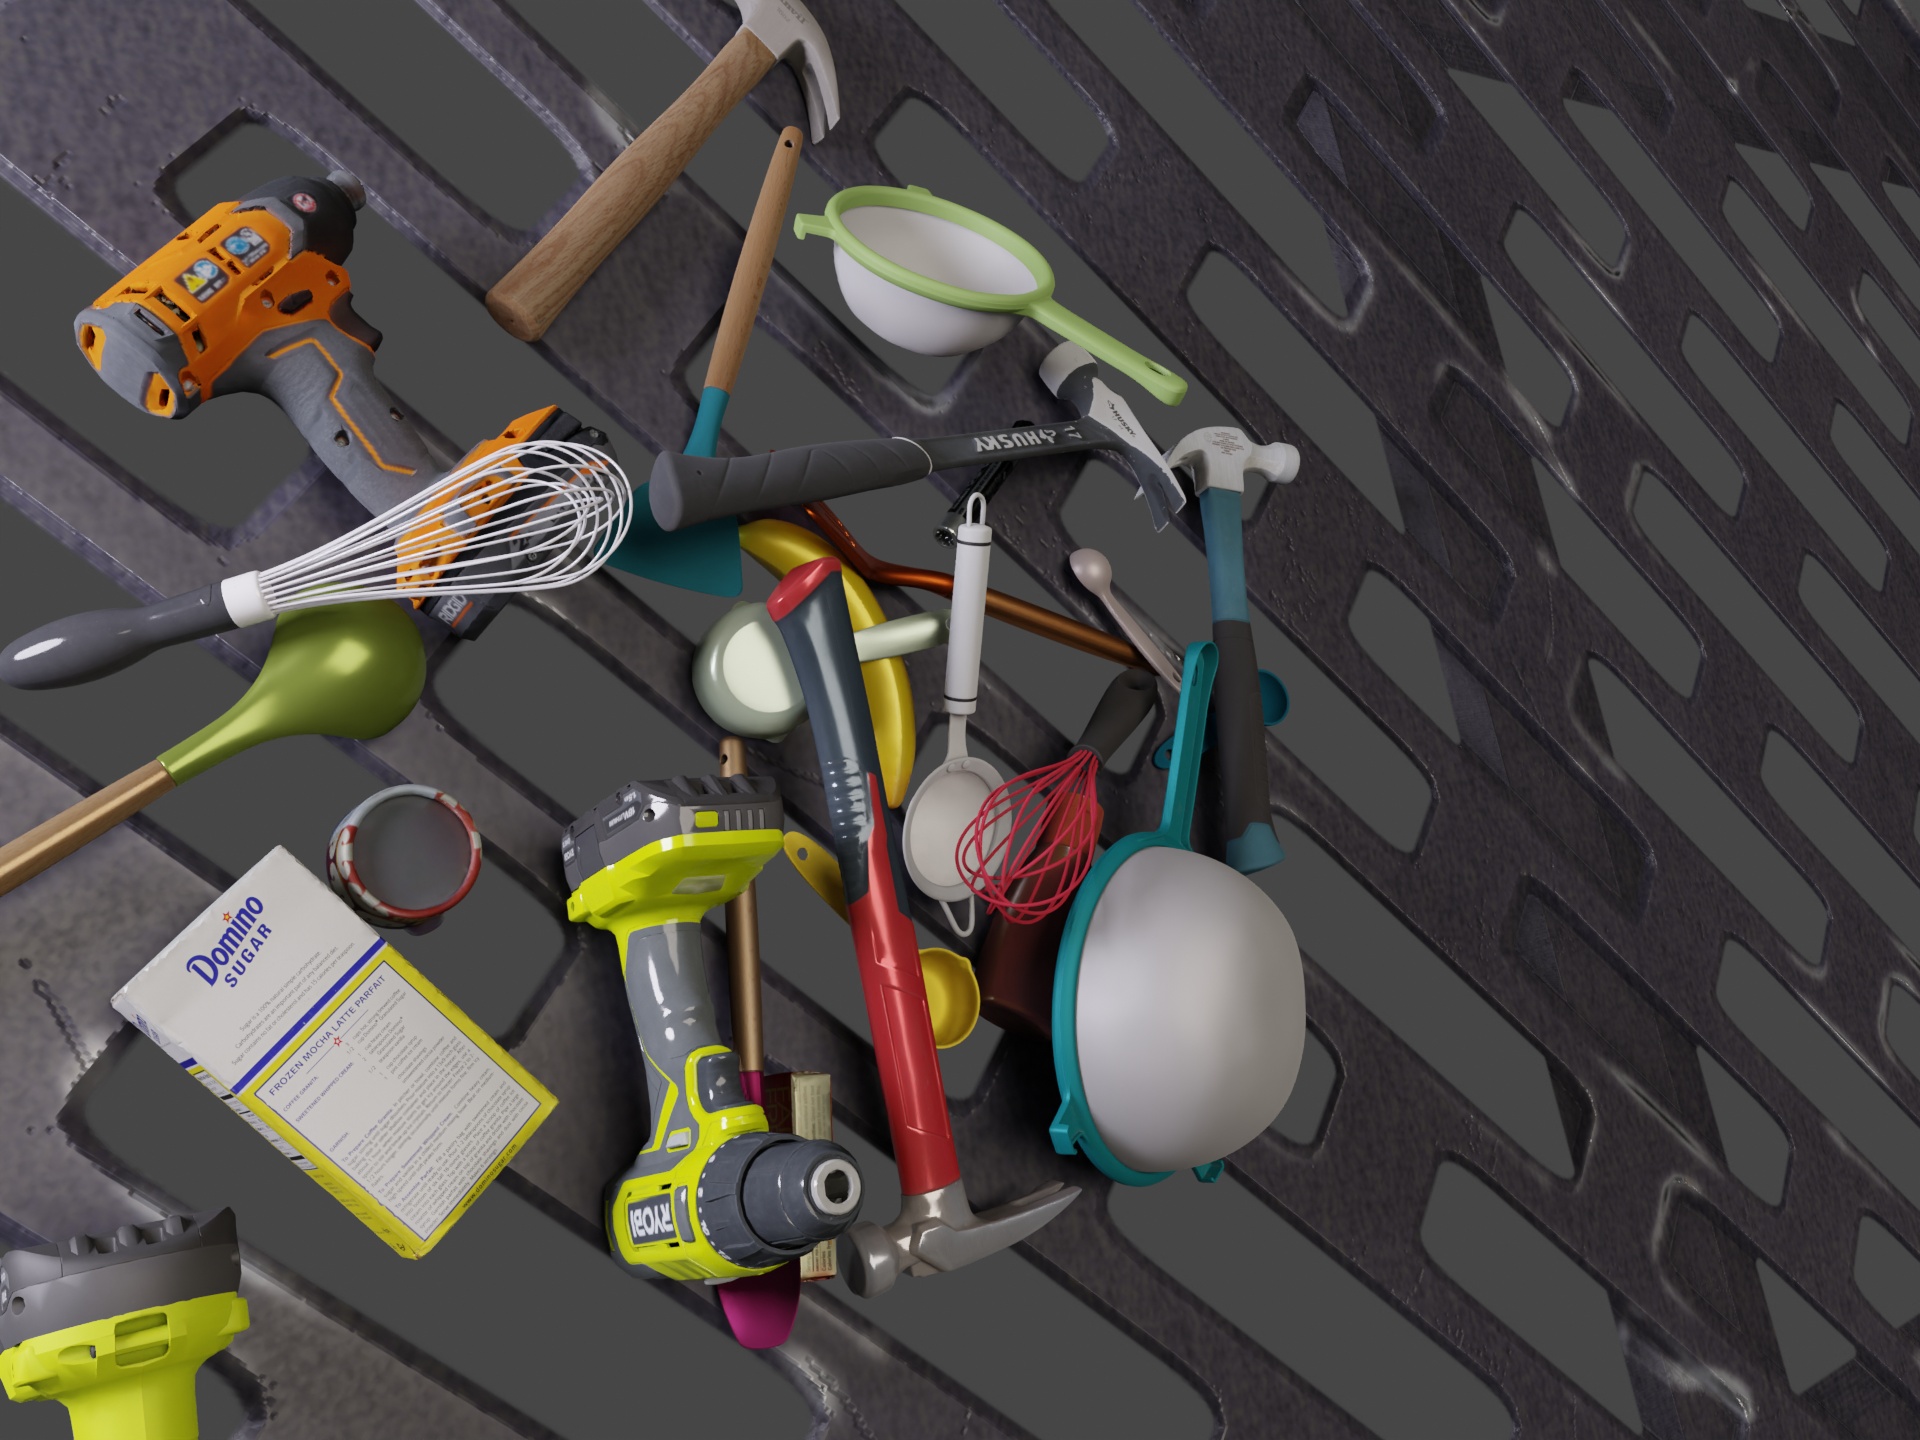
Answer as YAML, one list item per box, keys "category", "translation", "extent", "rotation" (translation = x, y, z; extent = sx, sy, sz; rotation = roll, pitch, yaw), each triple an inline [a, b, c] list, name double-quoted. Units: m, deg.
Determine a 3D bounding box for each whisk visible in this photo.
- category: "whisk"
  translation: [-0.286, -0.065, 0.712]
  extent: [0.284, 0.070, 0.070]
  rotation: [-17, 85, -6]
- category: "whisk"
  translation: [0.070, 0.034, 0.955]
  extent: [0.073, 0.073, 0.296]
  rotation: [55, 33, -9]

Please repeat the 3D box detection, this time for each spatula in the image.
- category: "spatula"
  translation: [0.016, -0.084, 1.001]
  extent: [0.322, 0.041, 0.081]
  rotation: [18, 25, -33]
- category: "spatula"
  translation: [-0.132, -0.217, 0.925]
  extent: [0.082, 0.044, 0.318]
  rotation: [15, 73, -9]

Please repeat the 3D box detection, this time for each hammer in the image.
- category: "hammer"
  translation: [-0.176, -0.340, 0.955]
  extent: [0.130, 0.031, 0.331]
  rotation: [40, 57, -18]
- category: "hammer"
  translation: [0.191, -0.053, 1.103]
  extent: [0.128, 0.033, 0.331]
  rotation: [7, 69, -24]
- category: "hammer"
  translation: [-0.031, 0.101, 0.866]
  extent: [0.143, 0.038, 0.386]
  rotation: [-11, 90, -32]
- category: "hammer"
  translation: [-0.015, -0.153, 0.942]
  extent: [0.409, 0.036, 0.149]
  rotation: [-18, 66, -46]

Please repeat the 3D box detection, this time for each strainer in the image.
- category: "strainer"
  translation: [-0.001, -0.003, 0.919]
  extent: [0.087, 0.050, 0.258]
  rotation: [-9, 110, -43]
- category: "strainer"
  translation: [0.022, -0.247, 0.998]
  extent: [0.256, 0.069, 0.151]
  rotation: [34, 36, 13]
- category: "strainer"
  translation: [0.158, 0.111, 0.957]
  extent: [0.210, 0.095, 0.340]
  rotation: [29, 65, -50]

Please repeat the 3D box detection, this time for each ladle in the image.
- category: "ladle"
  translation: [-0.375, 0.038, 0.698]
  extent: [0.320, 0.062, 0.078]
  rotation: [-39, 108, -30]

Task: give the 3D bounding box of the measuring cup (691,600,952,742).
- category: "measuring cup"
  translation: [-0.067, -0.040, 0.896]
  extent: [0.167, 0.038, 0.083]
  rotation: [-15, 90, -14]

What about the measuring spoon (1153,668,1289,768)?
- category: "measuring spoon"
  translation: [0.178, 0.004, 1.110]
  extent: [0.128, 0.021, 0.042]
  rotation: [-29, 85, -28]

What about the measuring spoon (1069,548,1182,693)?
- category: "measuring spoon"
  translation: [0.118, -0.068, 1.068]
  extent: [0.124, 0.018, 0.034]
  rotation: [52, 30, 2]

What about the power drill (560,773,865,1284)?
- category: "power drill"
  translation: [-0.117, 0.145, 0.749]
  extent: [0.080, 0.190, 0.229]
  rotation: [-1, 72, -35]

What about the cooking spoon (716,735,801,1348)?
- category: "cooking spoon"
  translation: [-0.112, 0.159, 0.835]
  extent: [0.017, 0.069, 0.319]
  rotation: [15, 62, -45]

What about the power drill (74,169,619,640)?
- category: "power drill"
  translation: [-0.287, -0.167, 0.793]
  extent: [0.226, 0.084, 0.164]
  rotation: [40, 56, -14]

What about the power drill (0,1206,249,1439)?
- category: "power drill"
  translation: [-0.305, 0.308, 0.588]
  extent: [0.080, 0.171, 0.223]
  rotation: [-2, 69, -36]

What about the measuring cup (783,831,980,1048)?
- category: "measuring cup"
  translation: [-0.051, 0.124, 0.902]
  extent: [0.156, 0.029, 0.062]
  rotation: [49, 55, -10]
